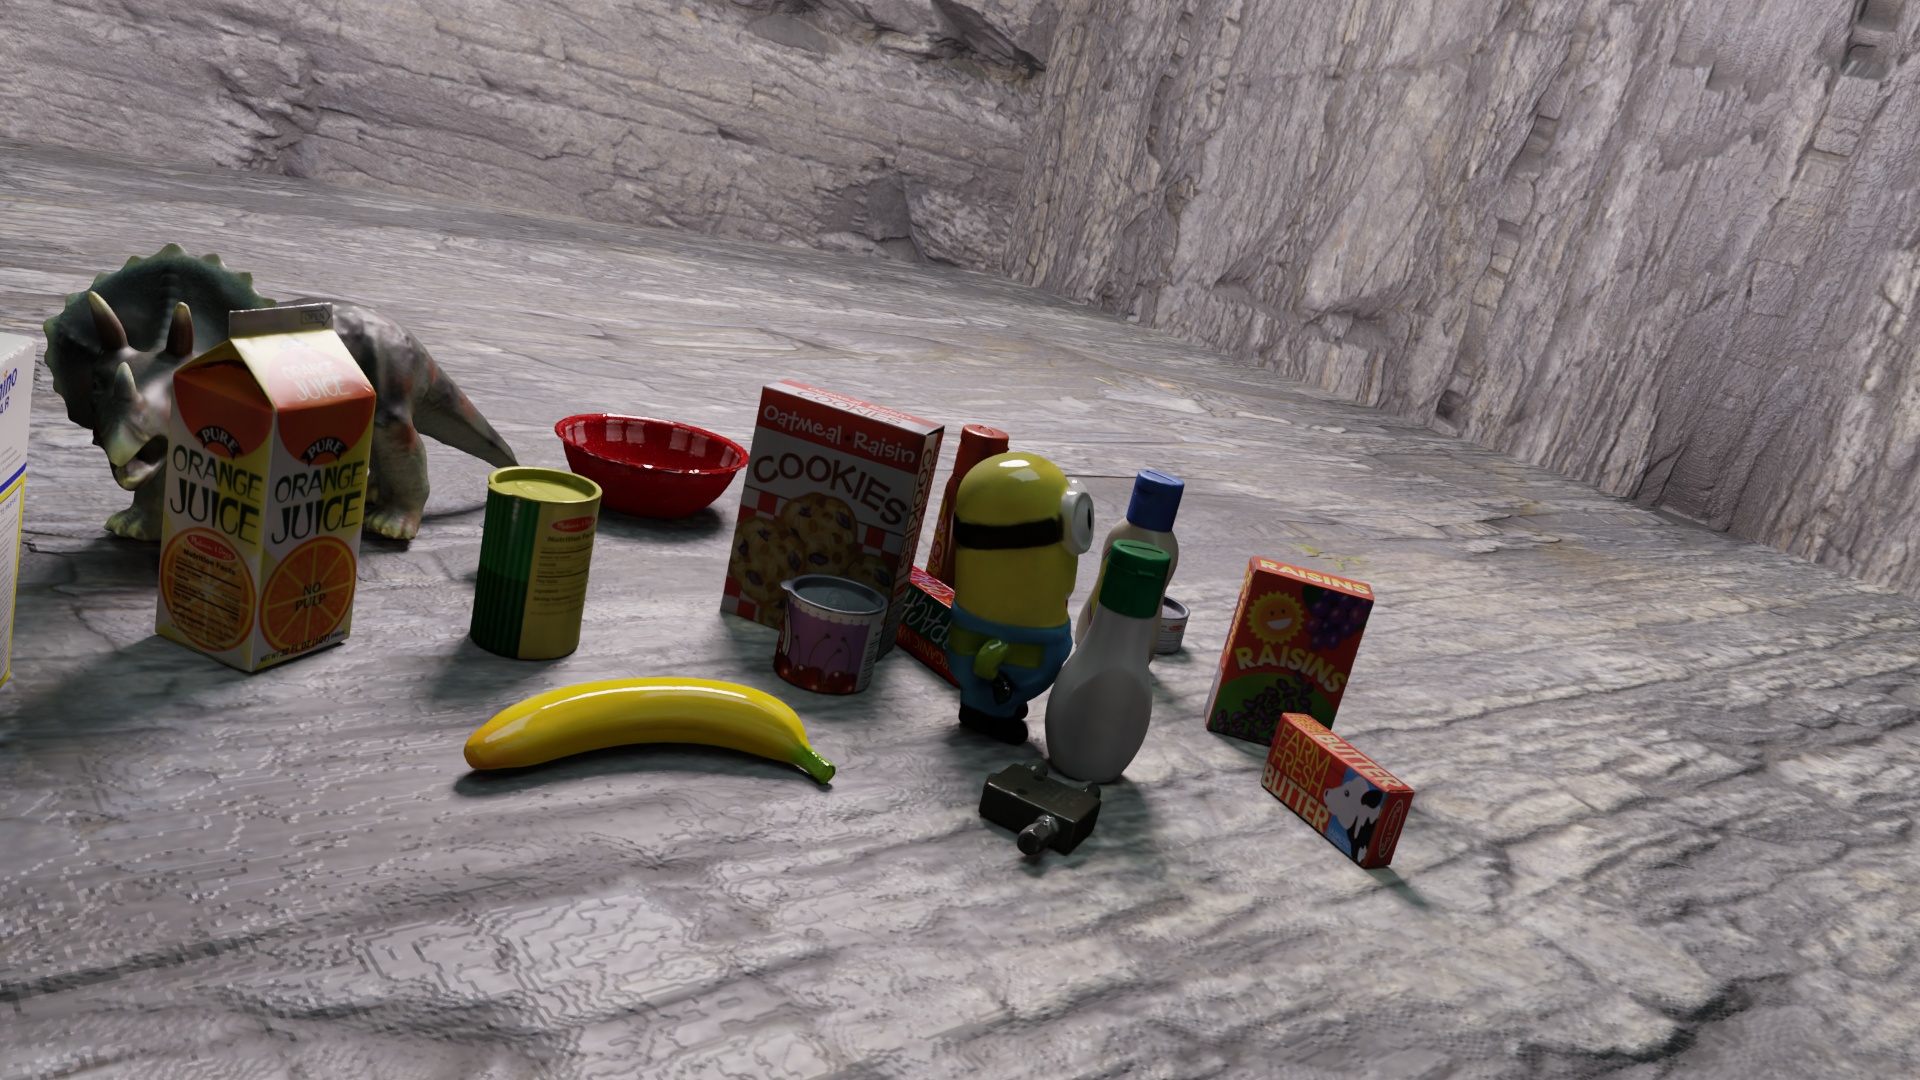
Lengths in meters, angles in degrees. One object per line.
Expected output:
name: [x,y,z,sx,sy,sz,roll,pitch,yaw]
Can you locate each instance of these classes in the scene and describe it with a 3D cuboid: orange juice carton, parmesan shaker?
orange juice carton: [-0.377,-0.034,0.757,0.073,0.192,0.072,18,17,16]
parmesan shaker: [-0.262,0.014,0.847,0.071,0.102,0.071,12,16,-4]

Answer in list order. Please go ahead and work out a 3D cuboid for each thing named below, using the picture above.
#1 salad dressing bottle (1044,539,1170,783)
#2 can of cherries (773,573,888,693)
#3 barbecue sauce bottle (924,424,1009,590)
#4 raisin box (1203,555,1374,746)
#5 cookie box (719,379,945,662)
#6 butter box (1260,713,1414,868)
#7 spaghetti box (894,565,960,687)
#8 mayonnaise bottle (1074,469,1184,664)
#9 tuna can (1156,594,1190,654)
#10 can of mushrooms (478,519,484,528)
salad dressing bottle: [0.093,0.074,0.850,0.064,0.147,0.044,10,16,-11]
can of cherries: [-0.088,0.060,0.908,0.071,0.058,0.072,12,16,-4]
barbecue sauce bottle: [0.004,-0.013,1.061,0.044,0.148,0.065,10,17,-12]
raisin box: [0.229,0.081,0.972,0.086,0.123,0.040,15,16,5]
cookie box: [-0.090,-0.015,0.962,0.123,0.166,0.040,18,17,14]
butter box: [0.232,0.153,0.863,0.024,0.053,0.104,4,19,-29]
spaghetti box: [-0.059,0.035,1.028,0.029,0.050,0.250,-1,22,-41]
mayonnaise bottle: [0.132,0.021,1.049,0.065,0.147,0.041,26,21,38]
tuna can: [0.149,0.063,1.126,0.071,0.032,0.071,12,17,-4]
can of mushrooms: [-0.297,0.008,0.959,0.071,0.033,0.071,12,17,-4]
